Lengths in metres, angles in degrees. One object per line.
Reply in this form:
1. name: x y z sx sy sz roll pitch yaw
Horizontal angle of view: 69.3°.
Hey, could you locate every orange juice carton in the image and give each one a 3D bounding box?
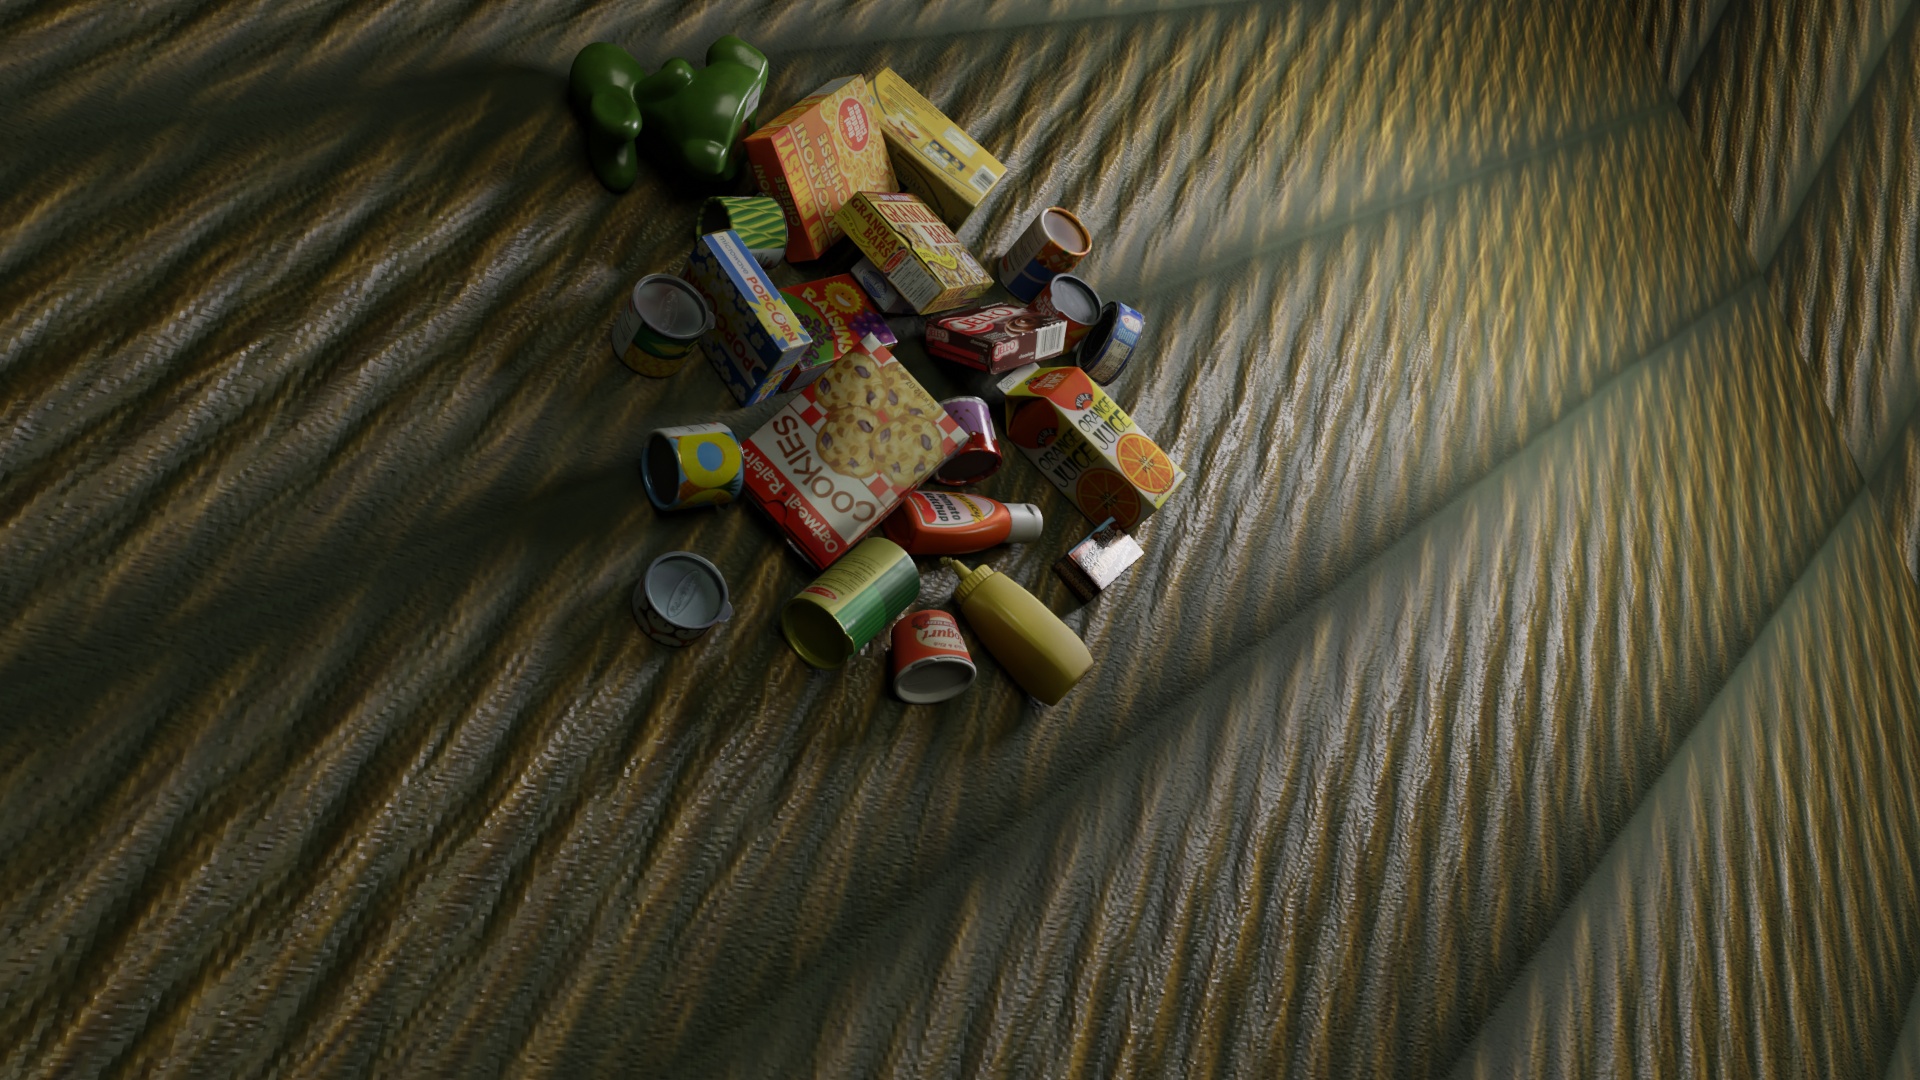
1. orange juice carton: 0.119 -0.097 1.353 0.192 0.072 0.072 45 46 0

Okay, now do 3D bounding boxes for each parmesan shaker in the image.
1. parmesan shaker: -0.084 0.050 1.110 0.071 0.071 0.103 48 45 2

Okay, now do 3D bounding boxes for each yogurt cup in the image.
1. yogurt cup: -0.026 0.093 1.128 0.072 0.072 0.054 10 47 -30

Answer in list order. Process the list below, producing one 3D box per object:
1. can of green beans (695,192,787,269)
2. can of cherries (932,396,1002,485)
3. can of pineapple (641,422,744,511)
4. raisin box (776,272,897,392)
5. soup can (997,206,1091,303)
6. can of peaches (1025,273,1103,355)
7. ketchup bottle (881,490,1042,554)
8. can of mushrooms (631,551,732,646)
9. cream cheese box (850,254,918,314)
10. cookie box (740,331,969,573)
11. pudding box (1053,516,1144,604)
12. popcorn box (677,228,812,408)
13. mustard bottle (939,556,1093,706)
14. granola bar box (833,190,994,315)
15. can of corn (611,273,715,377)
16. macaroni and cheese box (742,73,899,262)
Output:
1. can of green beans: -0.199 -0.278 1.258 0.058 0.071 0.071 -11 67 -39
2. can of cherries: 0.003 -0.090 1.269 0.071 0.071 0.058 4 59 -34
3. can of pineapple: -0.211 -0.057 1.097 0.058 0.070 0.071 -10 67 -39
4. raisin box: -0.129 -0.192 1.267 0.124 0.040 0.086 -24 75 -43
5. soup can: 0.091 -0.300 1.465 0.071 0.083 0.072 19 51 -25
6. can of peaches: 0.104 -0.235 1.448 0.071 0.057 0.071 18 52 -25
7. ketchup bottle: 0.004 -0.015 1.234 0.149 0.043 0.065 1 39 -36
8. can of mushrooms: -0.210 0.046 1.049 0.071 0.033 0.071 19 51 -24
9. cream cheese box: -0.062 -0.245 1.335 0.053 0.024 0.104 52 21 8
10. cookie box: -0.095 -0.073 1.155 0.168 0.040 0.123 -43 88 -14
11. pudding box: 0.130 0.018 1.311 0.049 0.030 0.084 49 45 5
12. popcorn box: -0.191 -0.191 1.190 0.038 0.084 0.127 -26 77 -44
13. mustard bottle: 0.042 0.068 1.194 0.160 0.065 0.049 46 48 10
14. granola bar box: -0.041 -0.281 1.345 0.124 0.039 0.166 48 21 2
15. can of corn: -0.248 -0.177 1.159 0.071 0.058 0.071 18 51 -24
16. macaroni and cheese box: -0.131 -0.359 1.338 0.167 0.040 0.123 -52 133 -44
